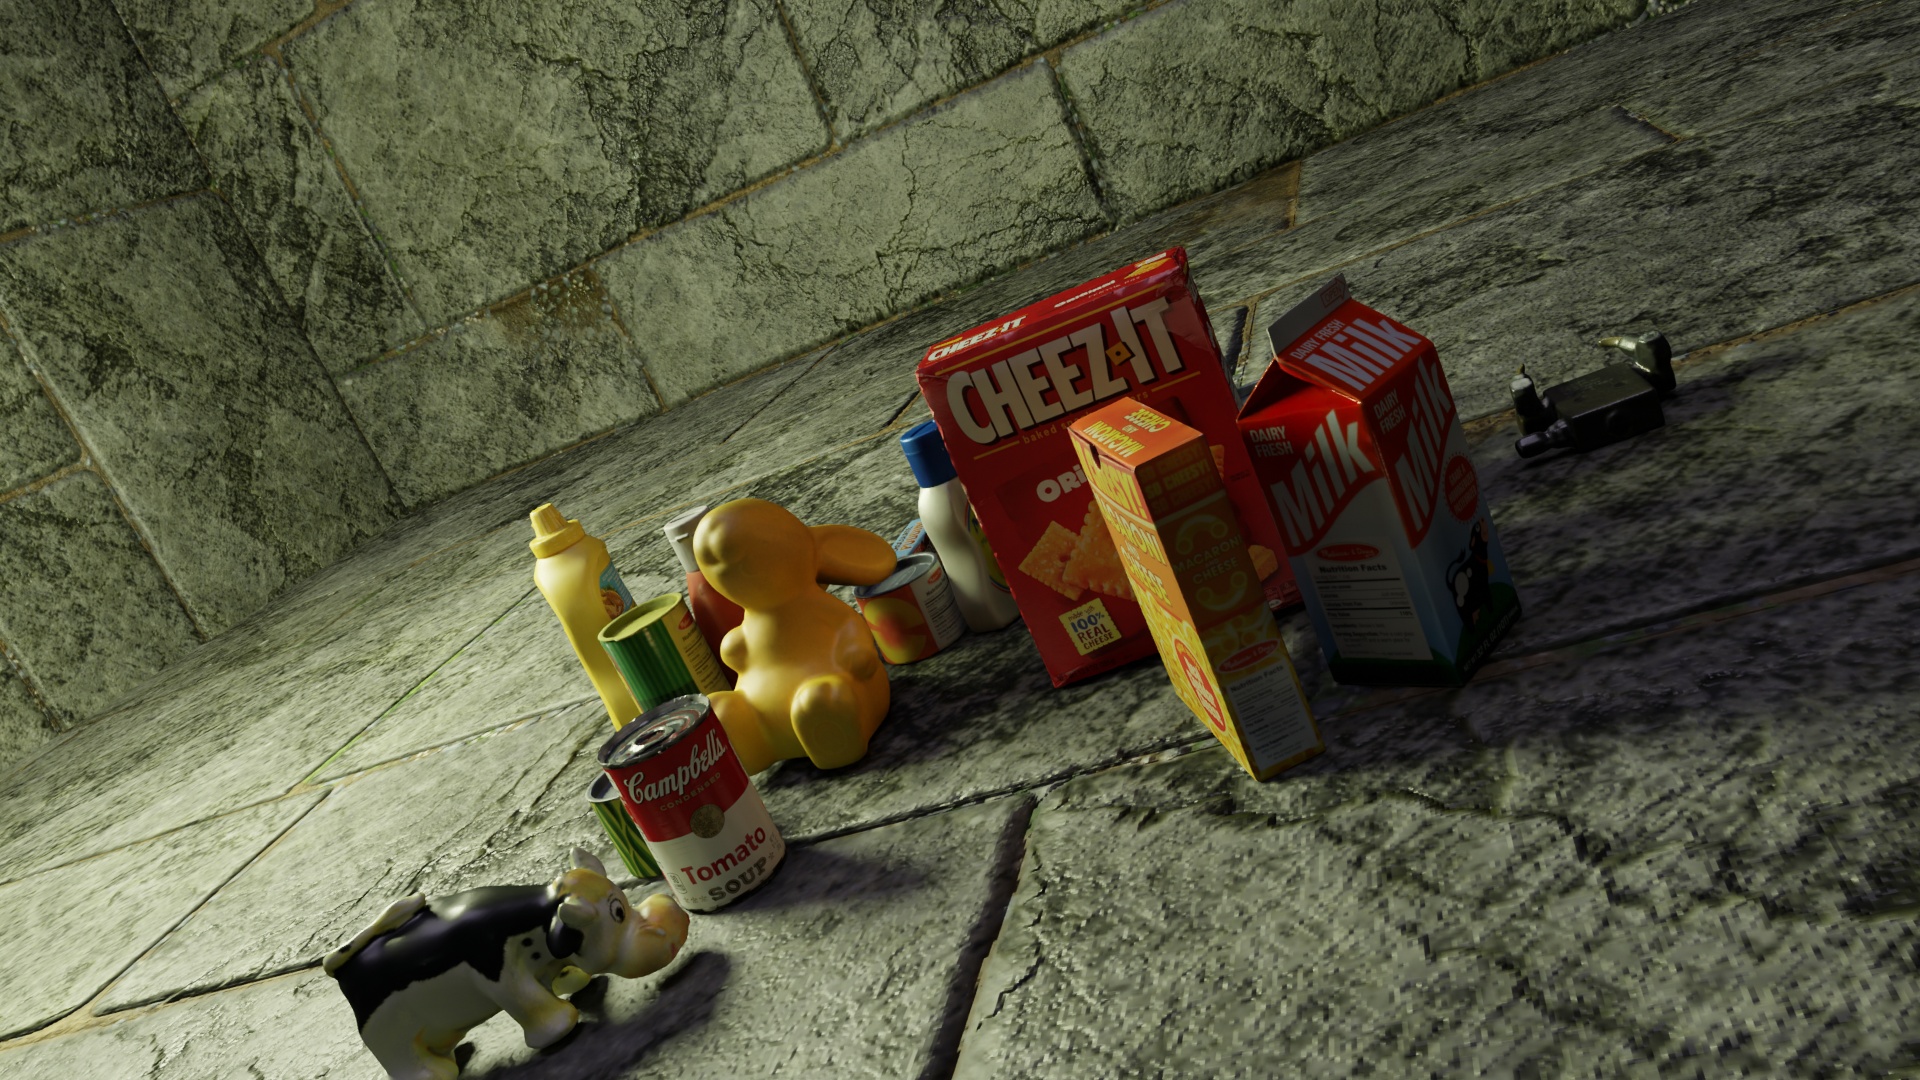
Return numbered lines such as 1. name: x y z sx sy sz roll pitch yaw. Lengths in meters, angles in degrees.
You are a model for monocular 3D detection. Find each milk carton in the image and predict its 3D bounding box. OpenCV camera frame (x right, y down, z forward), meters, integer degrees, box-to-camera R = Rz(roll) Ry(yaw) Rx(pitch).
1. milk carton: 0.198 -0.029 0.671 0.073 0.190 0.073 -37 20 -36

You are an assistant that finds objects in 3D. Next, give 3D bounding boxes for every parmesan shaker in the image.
1. parmesan shaker: -0.209 0.099 1.005 0.071 0.103 0.071 -23 16 7

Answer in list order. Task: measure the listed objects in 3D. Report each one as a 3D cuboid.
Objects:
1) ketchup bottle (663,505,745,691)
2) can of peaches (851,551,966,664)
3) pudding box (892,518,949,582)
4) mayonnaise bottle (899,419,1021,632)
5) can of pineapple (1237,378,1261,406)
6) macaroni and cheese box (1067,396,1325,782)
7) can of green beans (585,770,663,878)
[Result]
1. ketchup bottle: -0.171 0.047 1.033 0.064 0.148 0.044 -19 17 18
2. can of peaches: -0.038 0.049 0.999 0.071 0.058 0.071 -23 16 7
3. pudding box: -0.032 0.018 1.104 0.030 0.049 0.084 -17 18 25
4. mayonnaise bottle: 0.003 -0.012 0.972 0.041 0.147 0.065 -12 20 38
5. can of pineapple: 0.233 -0.086 1.038 0.071 0.057 0.071 -23 16 7
6. macaroni and cheese box: 0.112 0.020 0.684 0.040 0.166 0.124 -25 16 -3
7. can of green beans: -0.186 0.164 0.850 0.071 0.057 0.071 -23 16 7
